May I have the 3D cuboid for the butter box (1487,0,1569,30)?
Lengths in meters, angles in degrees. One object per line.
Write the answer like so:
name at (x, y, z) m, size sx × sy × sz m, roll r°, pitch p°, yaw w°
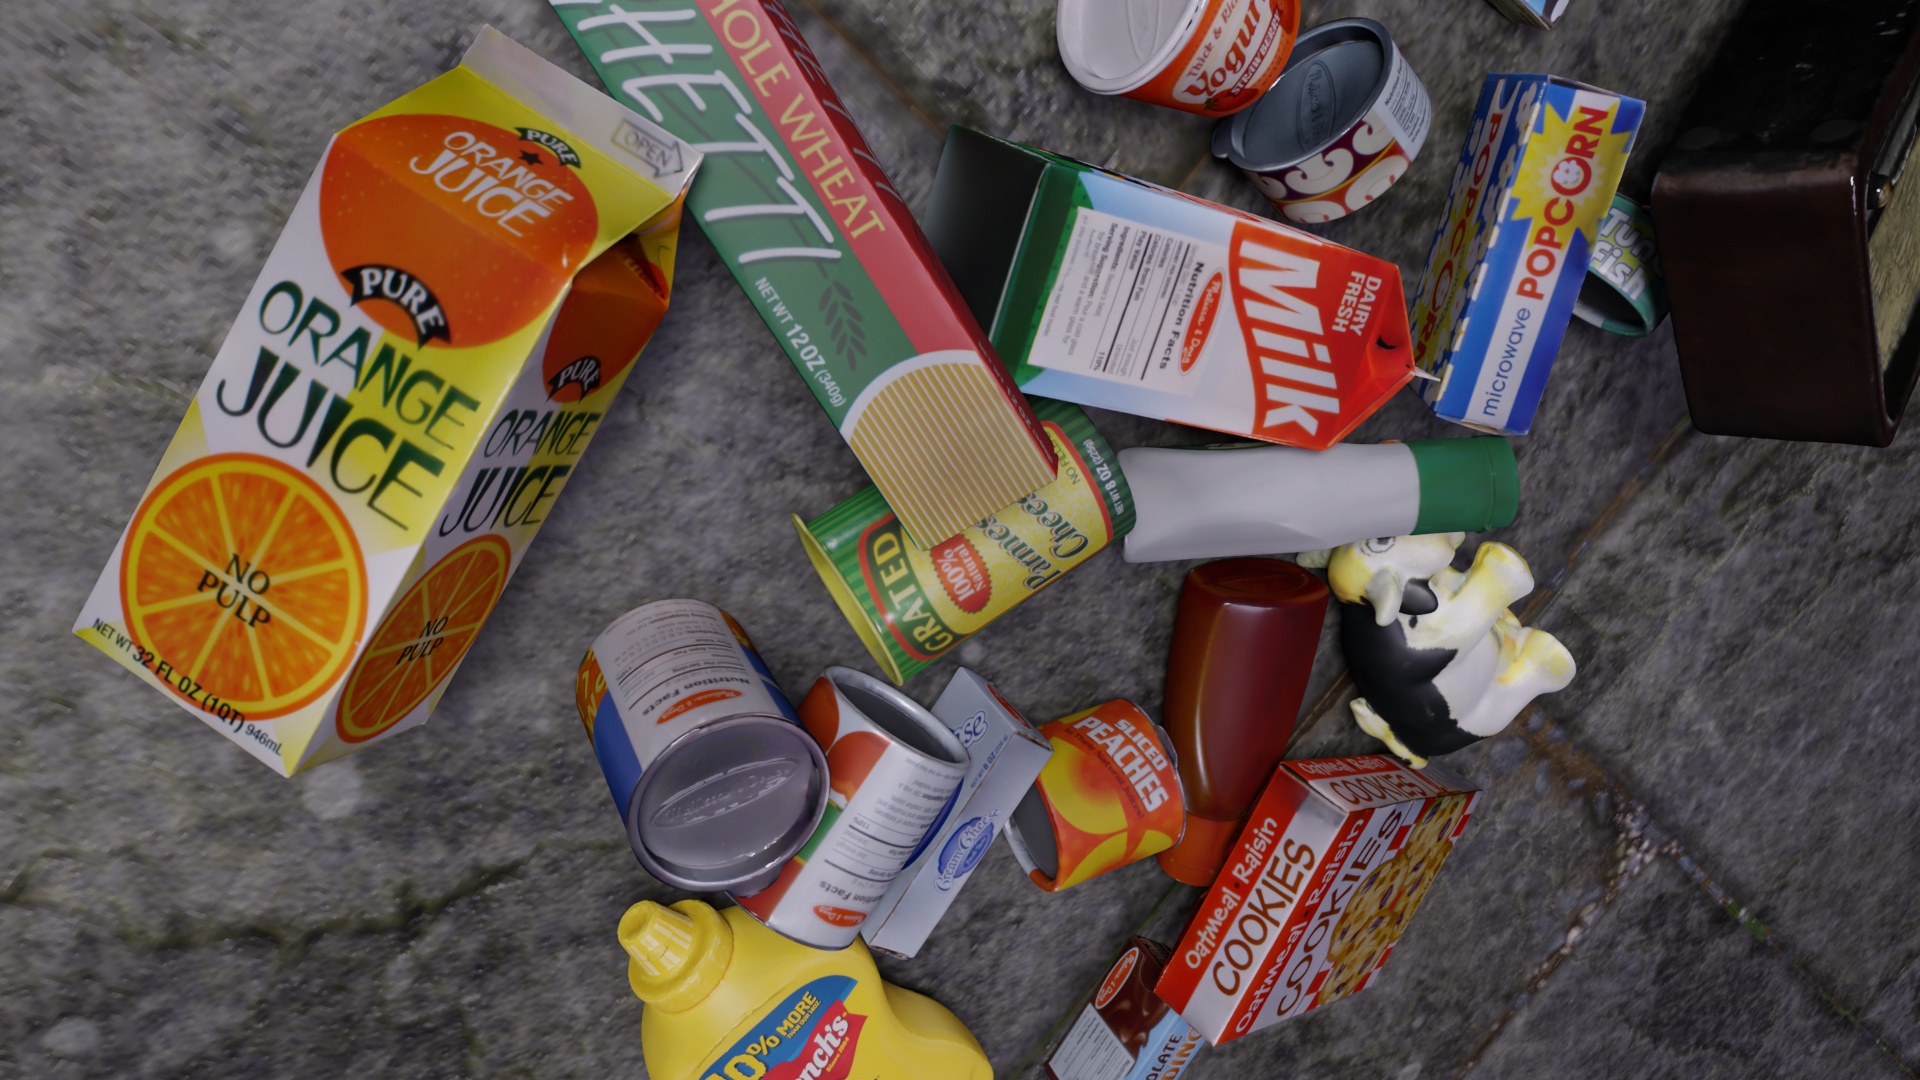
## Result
butter box at (0.196, -0.237, 0.508) m, size 0.103 × 0.024 × 0.053 m, roll 20°, pitch 104°, yaw -34°

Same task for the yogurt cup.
yogurt cup at (0.072, -0.172, 0.452) m, size 0.054 × 0.072 × 0.072 m, roll 7°, pitch 110°, yaw -39°

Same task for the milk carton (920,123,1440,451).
milk carton at (0.082, -0.083, 0.494) m, size 0.191 × 0.072 × 0.073 m, roll 8°, pitch 110°, yaw -29°

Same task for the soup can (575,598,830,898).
soup can at (-0.089, 0.069, 0.470) m, size 0.071 × 0.084 × 0.071 m, roll -12°, pitch 119°, yaw -22°

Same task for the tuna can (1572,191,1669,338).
tuna can at (0.270, -0.116, 0.578) m, size 0.071 × 0.071 × 0.033 m, roll 34°, pitch 96°, yaw -36°

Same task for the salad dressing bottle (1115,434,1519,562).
salad dressing bottle at (0.135, -0.018, 0.535) m, size 0.148 × 0.064 × 0.044 m, roll -4°, pitch 80°, yaw 1°

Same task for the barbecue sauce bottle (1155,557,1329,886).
barbecue sauce bottle at (0.117, 0.082, 0.611) m, size 0.065 × 0.044 × 0.147 m, roll -5°, pitch 116°, yaw -26°

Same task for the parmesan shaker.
parmesan shaker at (0.002, -0.006, 0.493) m, size 0.103 × 0.071 × 0.071 m, roll -33°, pitch 125°, yaw -10°

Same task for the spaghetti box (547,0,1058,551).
spaghetti box at (-0.055, -0.109, 0.388) m, size 0.050 × 0.029 × 0.249 m, roll -29°, pitch 110°, yaw 13°

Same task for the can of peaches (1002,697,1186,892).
can of peaches at (0.051, 0.103, 0.571) m, size 0.058 × 0.071 × 0.071 m, roll -16°, pitch 120°, yaw -20°

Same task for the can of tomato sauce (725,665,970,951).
can of tomato sauce at (-0.047, 0.097, 0.520) m, size 0.071 × 0.071 × 0.083 m, roll 29°, pitch 98°, yaw -35°

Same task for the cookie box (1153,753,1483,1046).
cookie box at (0.172, 0.162, 0.653) m, size 0.167 × 0.040 × 0.122 m, roll 8°, pitch 111°, yaw -50°

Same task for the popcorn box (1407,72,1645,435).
popcorn box at (0.211, -0.112, 0.537) m, size 0.038 × 0.085 × 0.126 m, roll 14°, pitch 110°, yaw 3°

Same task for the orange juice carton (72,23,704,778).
orange juice carton at (-0.147, -0.039, 0.378) m, size 0.072 × 0.073 × 0.192 m, roll 33°, pitch 97°, yaw 4°

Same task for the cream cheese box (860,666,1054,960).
cream cheese box at (-0.010, 0.107, 0.550) m, size 0.024 × 0.053 × 0.103 m, roll 29°, pitch 98°, yaw -33°

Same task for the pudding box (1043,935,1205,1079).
pudding box at (0.082, 0.240, 0.666) m, size 0.030 × 0.050 × 0.083 m, roll 26°, pitch 100°, yaw -36°

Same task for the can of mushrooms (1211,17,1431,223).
can of mushrooms at (0.128, -0.147, 0.492) m, size 0.033 × 0.071 × 0.071 m, roll 36°, pitch 94°, yaw -37°
